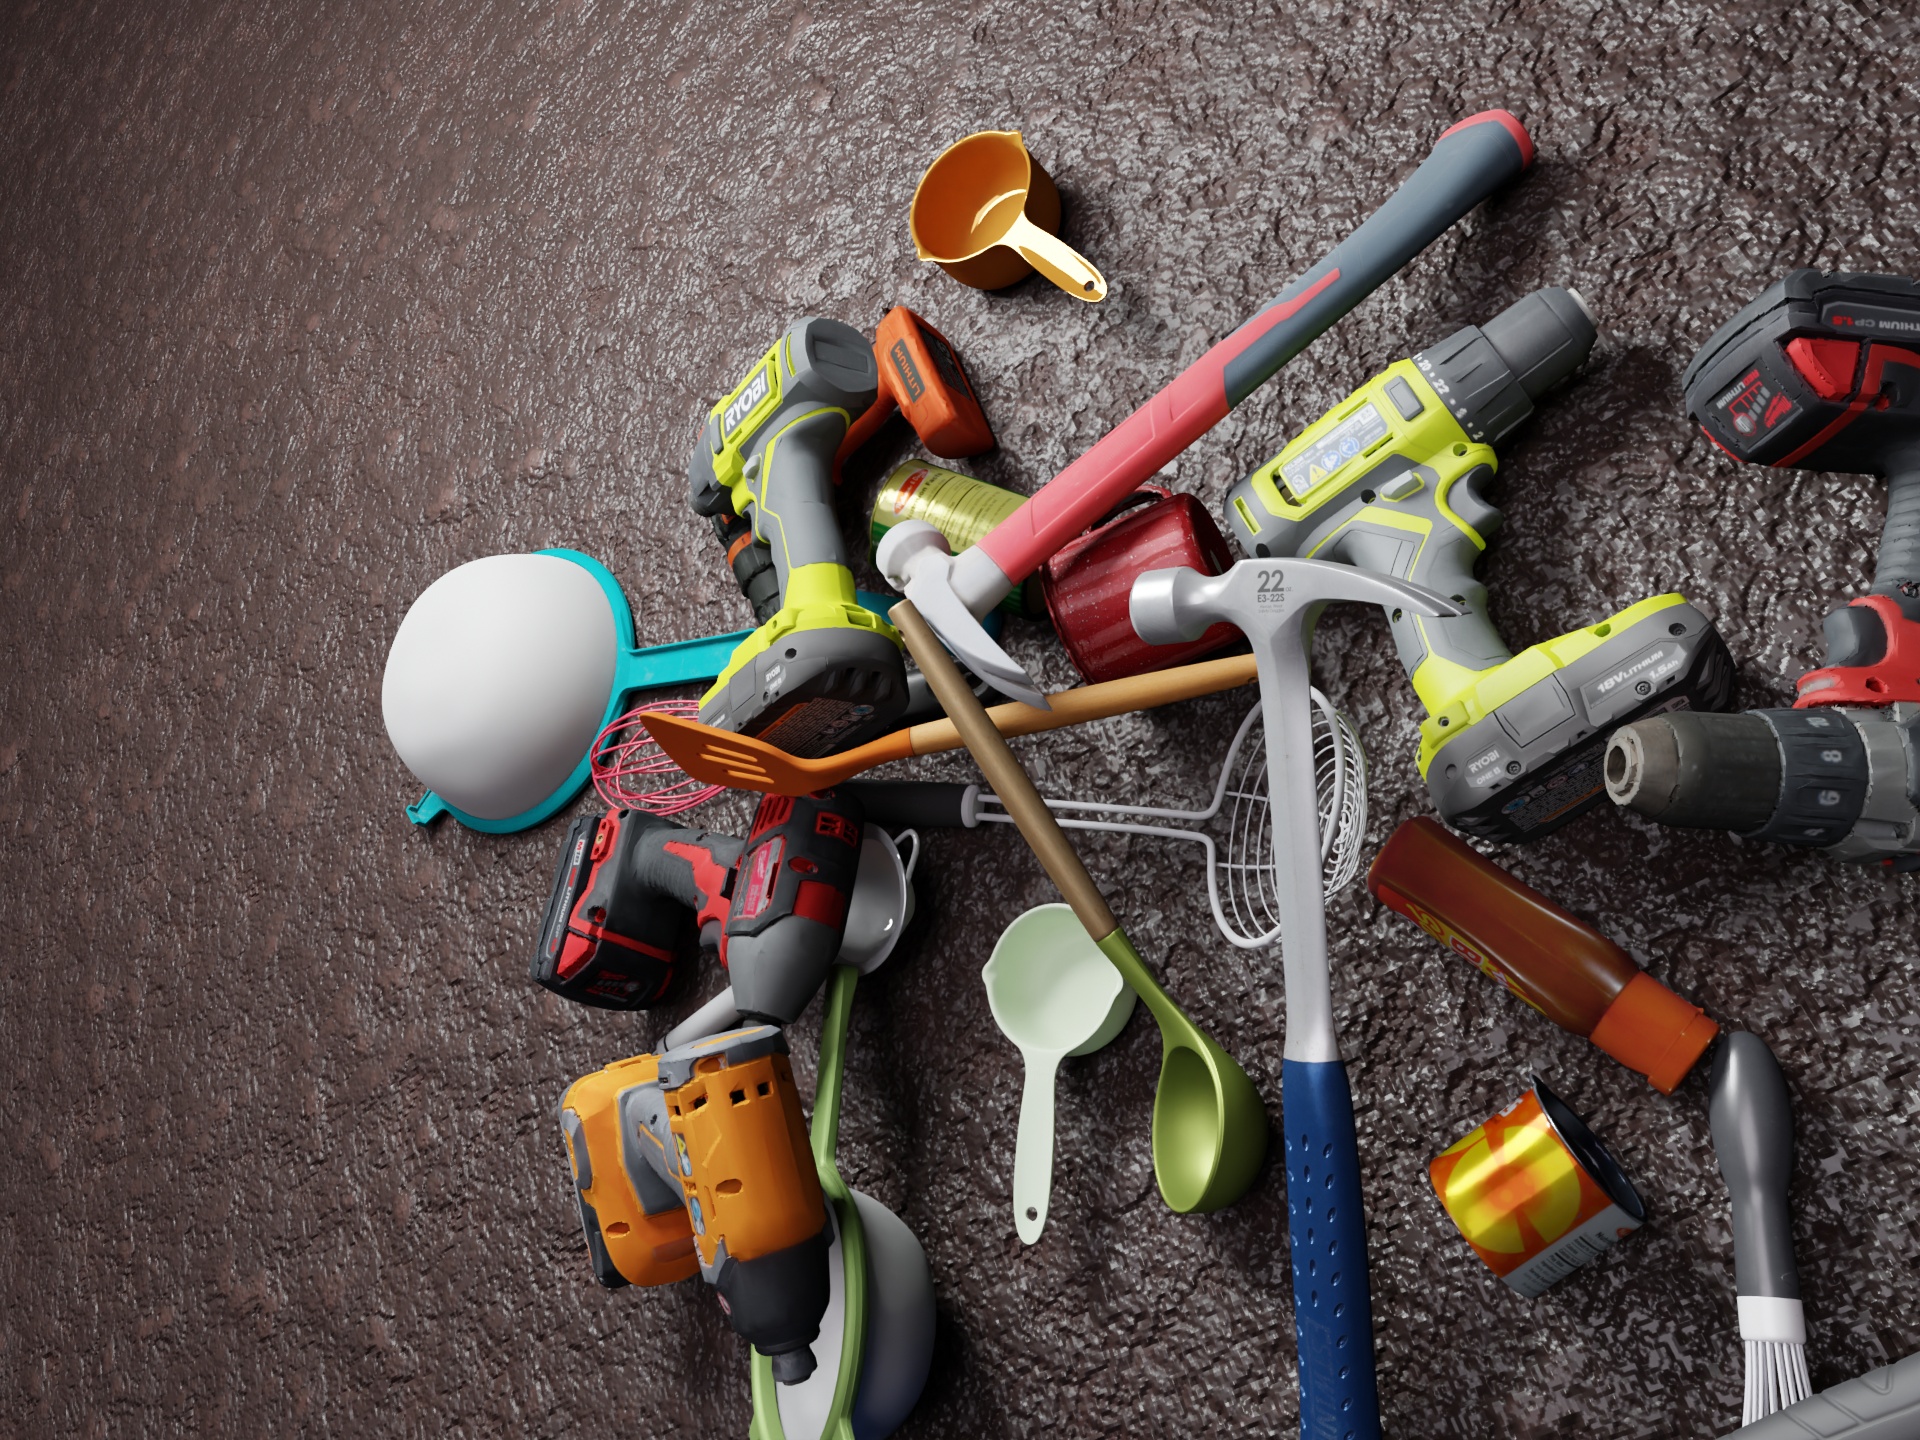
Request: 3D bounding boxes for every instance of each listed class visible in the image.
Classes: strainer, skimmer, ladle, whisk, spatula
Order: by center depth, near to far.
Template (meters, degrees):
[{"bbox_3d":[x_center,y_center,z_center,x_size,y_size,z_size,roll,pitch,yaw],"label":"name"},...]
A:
[{"bbox_3d":[0.308,0.259,0.596,0.070,0.070,0.285,-9,65,32],"label":"whisk"},{"bbox_3d":[0.046,0.085,0.751,0.062,0.078,0.320,-31,86,-21],"label":"ladle"},{"bbox_3d":[-0.001,-0.003,0.805,0.322,0.081,0.041,-12,60,9],"label":"spatula"},{"bbox_3d":[0.041,0.041,0.824,0.363,0.090,0.127,2,76,35],"label":"skimmer"},{"bbox_3d":[-0.050,0.257,0.827,0.151,0.069,0.256,143,135,-59],"label":"strainer"},{"bbox_3d":[-0.099,0.140,0.923,0.258,0.050,0.087,-39,54,25],"label":"strainer"},{"bbox_3d":[-0.106,0.004,0.962,0.296,0.073,0.073,-14,68,24],"label":"whisk"},{"bbox_3d":[-0.281,-0.039,1.069,0.340,0.095,0.211,-6,71,34],"label":"strainer"}]

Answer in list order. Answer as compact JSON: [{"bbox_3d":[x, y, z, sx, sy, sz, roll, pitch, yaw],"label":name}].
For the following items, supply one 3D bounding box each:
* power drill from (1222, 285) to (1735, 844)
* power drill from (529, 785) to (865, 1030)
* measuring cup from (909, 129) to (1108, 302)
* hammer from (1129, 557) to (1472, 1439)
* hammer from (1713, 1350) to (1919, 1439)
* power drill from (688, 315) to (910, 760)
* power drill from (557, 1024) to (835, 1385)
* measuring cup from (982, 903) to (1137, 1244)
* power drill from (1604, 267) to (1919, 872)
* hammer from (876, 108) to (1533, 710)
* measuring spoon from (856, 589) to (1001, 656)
[{"bbox_3d":[0.247,-0.078,0.733,0.190,0.080,0.229,-36,55,20],"label":"power drill"},{"bbox_3d":[-0.148,0.112,0.908,0.220,0.078,0.143,-10,62,44],"label":"power drill"},{"bbox_3d":[0.043,-0.284,0.955,0.095,0.052,0.174,-50,56,11],"label":"measuring cup"},{"bbox_3d":[0.153,0.132,0.671,0.144,0.035,0.405,-3,92,40],"label":"hammer"},{"bbox_3d":[0.256,0.287,0.564,0.334,0.035,0.146,-37,46,20],"label":"hammer"},{"bbox_3d":[-0.102,-0.091,0.900,0.171,0.080,0.223,-34,56,47],"label":"power drill"},{"bbox_3d":[-0.134,0.247,0.819,0.226,0.084,0.164,-26,77,59],"label":"power drill"},{"bbox_3d":[0.050,0.179,0.809,0.083,0.038,0.168,-2,76,34],"label":"measuring cup"},{"bbox_3d":[0.337,-0.054,0.614,0.188,0.080,0.227,3,73,-4],"label":"power drill"},{"bbox_3d":[0.139,-0.163,0.785,0.386,0.038,0.143,-40,45,-2],"label":"hammer"},{"bbox_3d":[-0.040,-0.065,0.930,0.128,0.021,0.042,9,80,14],"label":"measuring spoon"}]
